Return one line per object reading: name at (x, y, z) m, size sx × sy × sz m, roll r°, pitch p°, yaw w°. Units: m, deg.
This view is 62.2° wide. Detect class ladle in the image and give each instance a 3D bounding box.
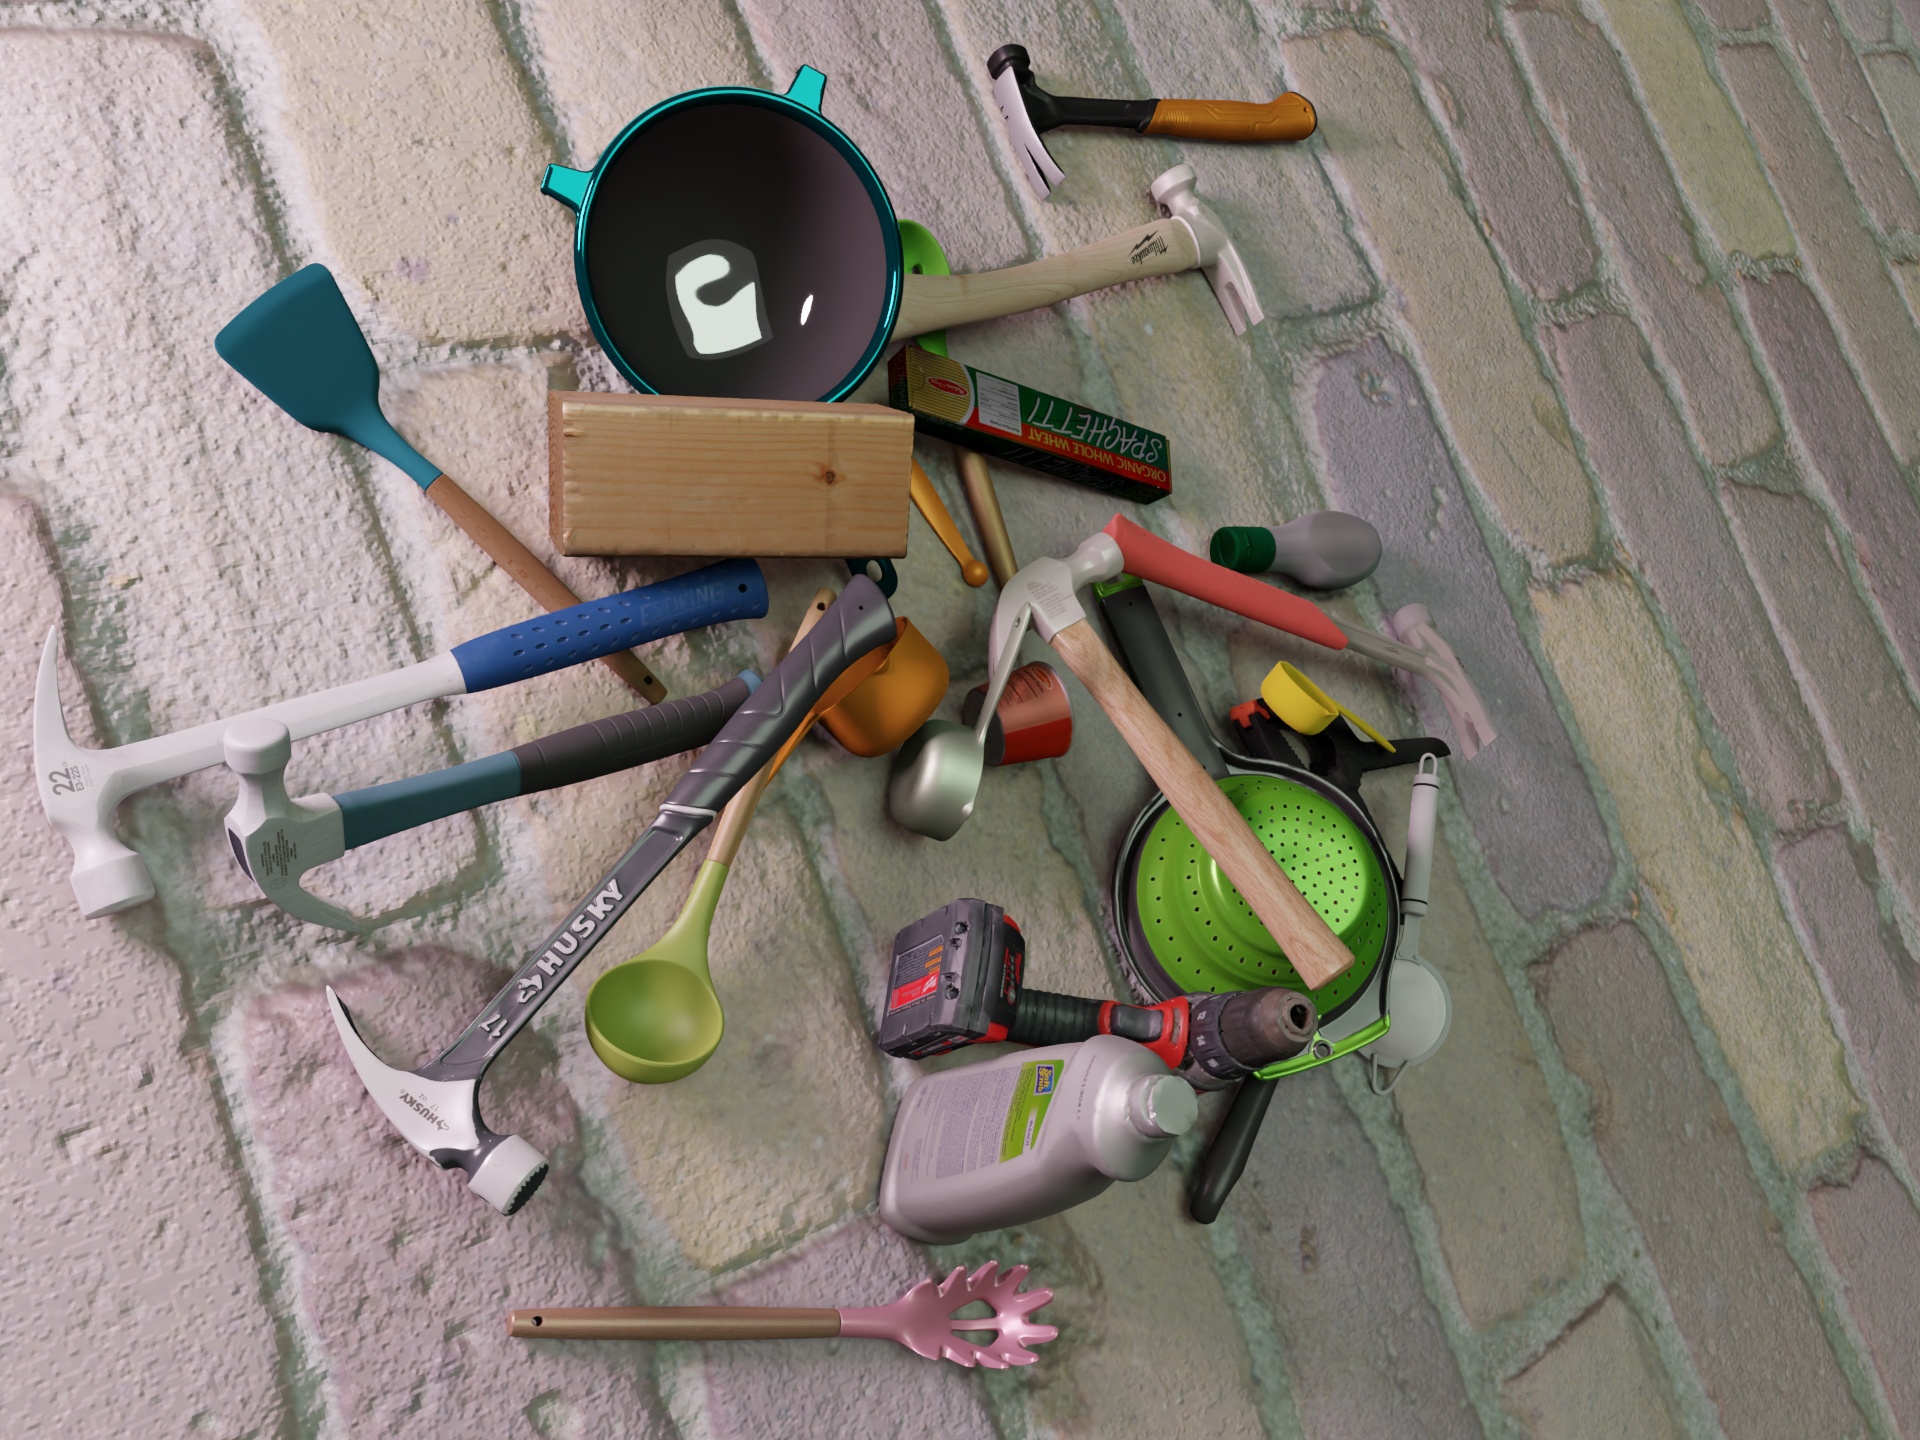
ladle at (-0.131, 0.057, 0.930) m, size 0.078 × 0.062 × 0.320 m, roll 22°, pitch 70°, yaw -5°

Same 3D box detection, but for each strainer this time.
strainer at (-0.126, -0.237, 1.053) m, size 0.211 × 0.095 × 0.340 m, roll -28°, pitch 110°, yaw -15°
strainer at (0.334, 0.146, 1.176) m, size 0.087 × 0.050 × 0.258 m, roll 13°, pitch 73°, yaw -8°

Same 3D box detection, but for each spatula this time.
spatula at (-0.290, -0.124, 0.937) m, size 0.317 × 0.044 × 0.082 m, roll 45°, pitch 62°, yaw -11°

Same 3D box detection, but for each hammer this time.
hammer at (0.134, 0.031, 1.019) m, size 0.130 × 0.031 × 0.331 m, roll -29°, pitch 73°, yaw -22°
hammer at (0.180, -0.507, 1.353) m, size 0.336 × 0.034 × 0.127 m, roll -13°, pitch 79°, yaw -33°
hammer at (-0.169, 0.064, 0.888) m, size 0.149 × 0.036 × 0.409 m, roll 34°, pitch 64°, yaw 10°
hammer at (-0.238, 0.025, 0.888) m, size 0.331 × 0.128 × 0.033 m, roll -18°, pitch 38°, yaw -42°
hammer at (0.249, -0.074, 1.190) m, size 0.358 × 0.036 × 0.149 m, roll 17°, pitch 41°, yaw -29°
hammer at (0.079, -0.328, 1.206) m, size 0.410 × 0.038 × 0.146 m, roll -26°, pitch 88°, yaw -40°
hammer at (-0.292, -0.030, 0.885) m, size 0.405 × 0.035 × 0.144 m, roll -21°, pitch 92°, yaw -31°

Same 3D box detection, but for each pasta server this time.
pasta server at (-0.092, 0.335, 0.890) m, size 0.316 × 0.040 × 0.060 m, roll 10°, pitch 56°, yaw -26°

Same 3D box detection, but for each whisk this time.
whisk at (0.225, 0.215, 1.106) m, size 0.073 × 0.073 × 0.296 m, roll 38°, pitch 63°, yaw -13°

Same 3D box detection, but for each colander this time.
colander at (0.180, 0.039, 1.088) m, size 0.204 × 0.094 × 0.397 m, roll -18°, pitch 72°, yaw -12°

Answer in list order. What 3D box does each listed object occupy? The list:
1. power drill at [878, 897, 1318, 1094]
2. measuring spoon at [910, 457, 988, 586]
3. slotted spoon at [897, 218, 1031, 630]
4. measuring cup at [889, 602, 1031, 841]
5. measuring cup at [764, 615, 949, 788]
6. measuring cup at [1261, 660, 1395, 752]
power drill at (0.084, 0.176, 0.962) m, size 0.226 × 0.188 × 0.080 m, roll 18°, pitch 65°, yaw -19°
measuring spoon at (-0.014, -0.146, 1.123) m, size 0.021 × 0.011 × 0.117 m, roll -33°, pitch 90°, yaw -34°
slotted spoon at (-0.002, -0.212, 1.146) m, size 0.070 × 0.031 × 0.314 m, roll -12°, pitch 81°, yaw -35°
measuring cup at (-0.002, -0.003, 1.003) m, size 0.038 × 0.083 × 0.167 m, roll 16°, pitch 110°, yaw -20°
measuring cup at (-0.075, 0.014, 1.001) m, size 0.052 × 0.095 × 0.173 m, roll 44°, pitch 75°, yaw -17°
measuring cup at (0.275, 0.003, 1.176) m, size 0.156 × 0.029 × 0.062 m, roll 27°, pitch 23°, yaw -42°
